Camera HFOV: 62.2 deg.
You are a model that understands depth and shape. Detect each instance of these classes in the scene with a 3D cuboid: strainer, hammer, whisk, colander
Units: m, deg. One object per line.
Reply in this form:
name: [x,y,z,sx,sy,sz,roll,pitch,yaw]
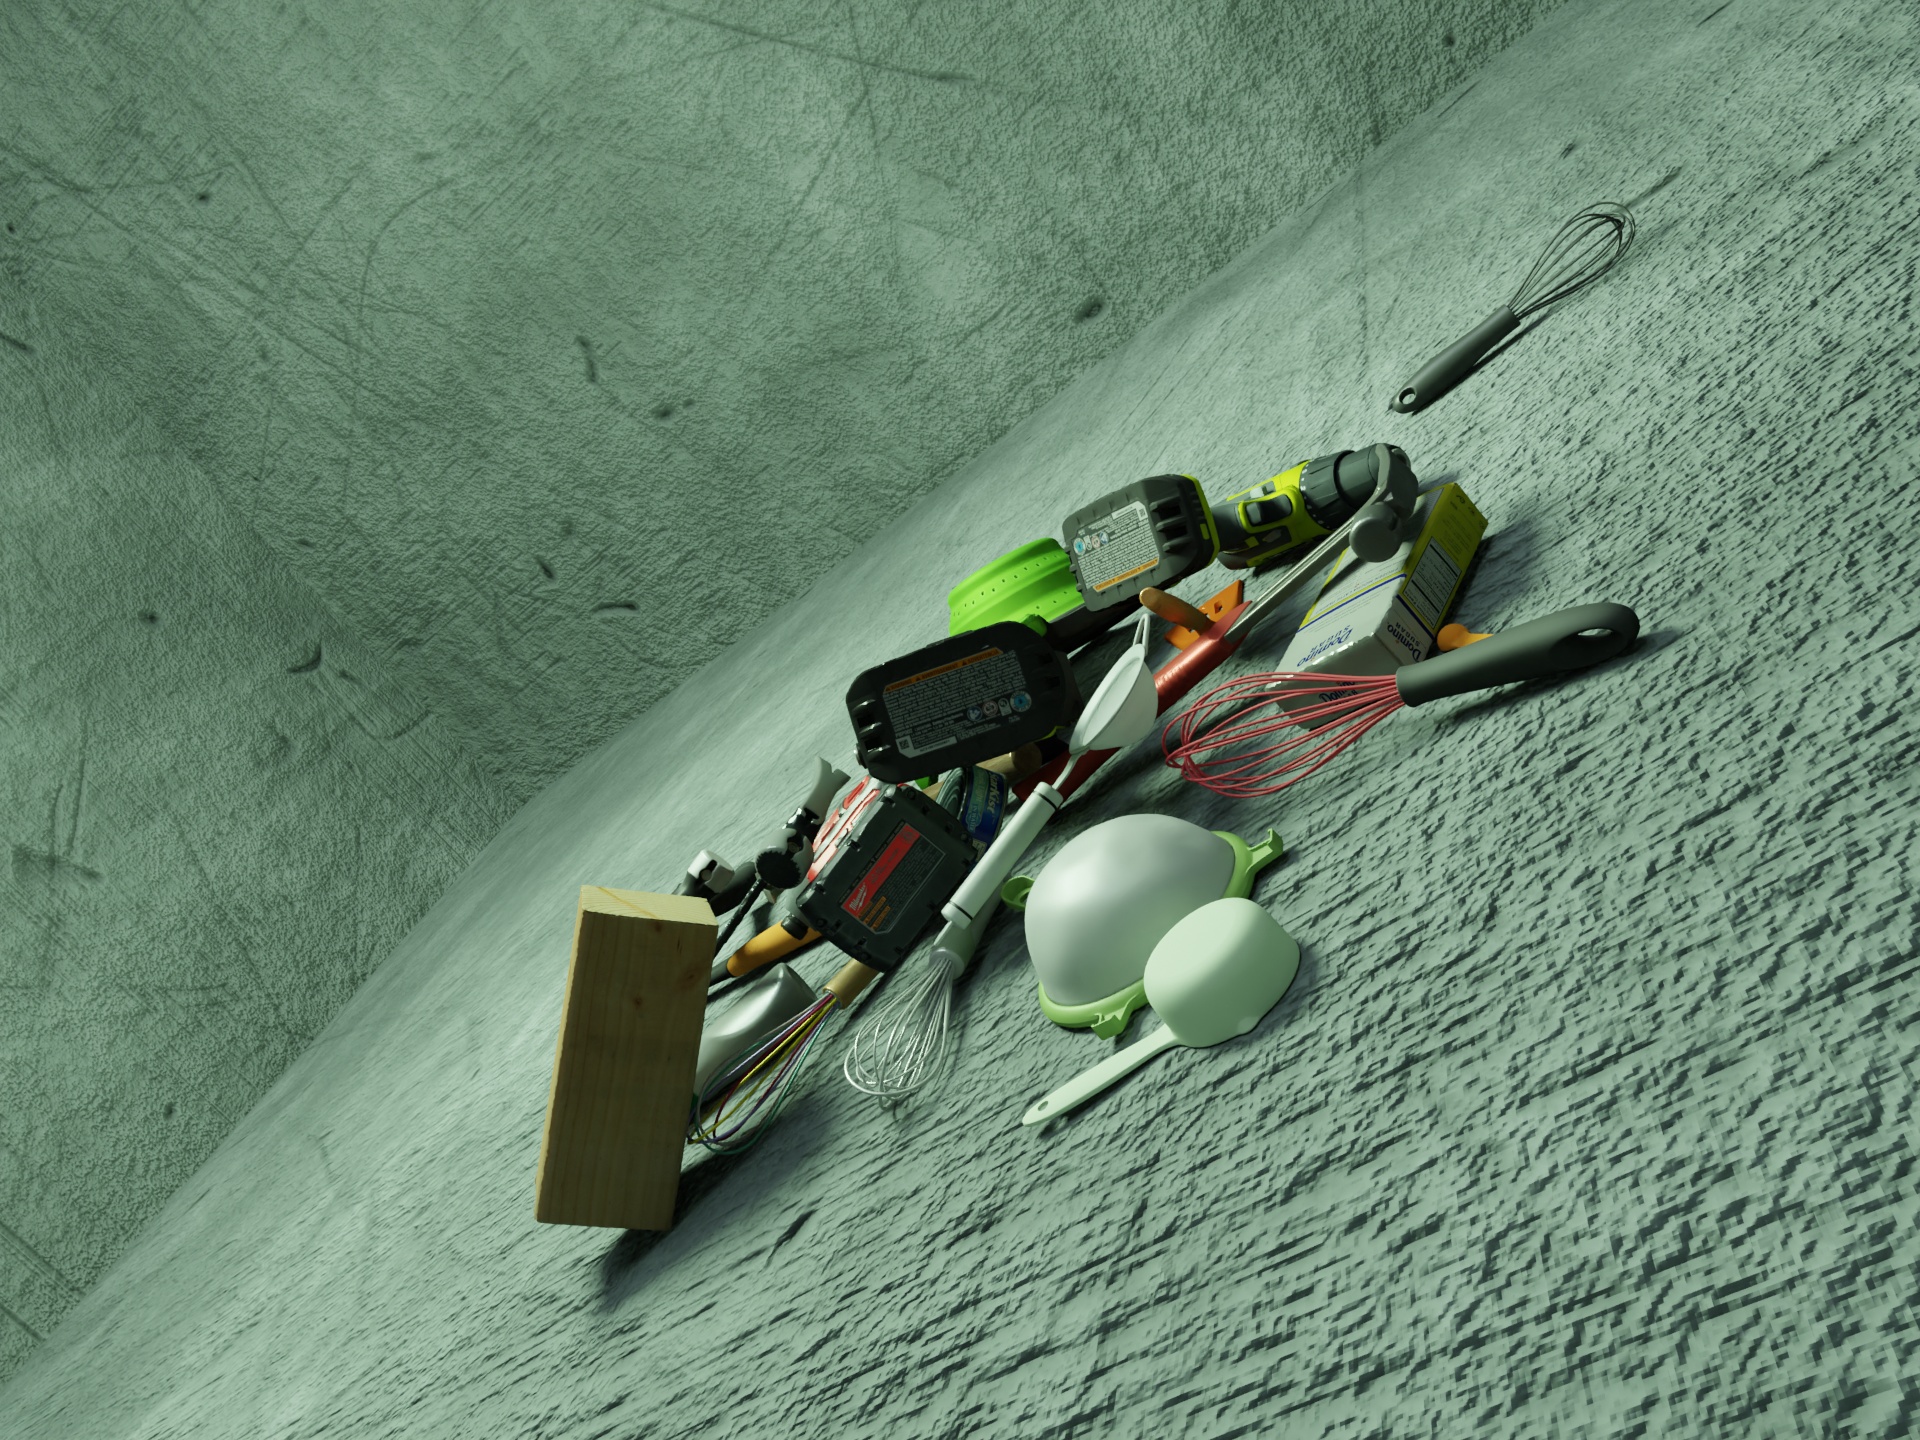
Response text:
strainer: [0.068,0.097,0.949,0.151,0.069,0.256,-45,15,-16]
hammer: [-0.222,0.166,1.386,0.146,0.035,0.335,-53,-2,2]
whisk: [-0.101,0.211,1.115,0.245,0.051,0.047,-43,-22,-32]
whisk: [0.232,-0.013,0.885,0.296,0.073,0.073,-20,24,43]
hammer: [0.167,-0.047,1.096,0.359,0.036,0.149,-43,8,31]
hammer: [-0.173,0.200,1.360,0.337,0.034,0.127,-32,15,31]
whisk: [-0.011,0.162,1.028,0.059,0.057,0.246,4,29,19]
hammer: [-0.058,0.086,1.334,0.331,0.031,0.130,-28,0,42]
colander: [0.046,-0.095,1.310,0.204,0.094,0.397,-30,-3,6]
hammer: [-0.197,0.185,1.215,0.408,0.036,0.149,-53,7,34]
whisk: [0.461,-0.343,1.339,0.239,0.055,0.055,-40,13,16]
strainer: [0.063,0.044,1.035,0.258,0.050,0.087,-52,7,-10]

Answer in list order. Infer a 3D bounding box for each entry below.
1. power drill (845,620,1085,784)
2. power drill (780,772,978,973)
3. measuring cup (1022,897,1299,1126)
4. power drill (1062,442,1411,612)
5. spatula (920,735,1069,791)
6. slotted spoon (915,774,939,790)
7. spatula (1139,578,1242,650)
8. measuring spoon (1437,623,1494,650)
power drill: [-0.002,-0.003,1.089,0.171,0.080,0.223,-19,-4,3]
power drill: [-0.071,0.108,1.148,0.143,0.078,0.220,-52,10,-7]
measuring cup: [0.090,0.147,0.794,0.167,0.038,0.083,-36,14,11]
power drill: [0.211,-0.154,1.207,0.228,0.080,0.190,-16,-3,-34]
spatula: [-0.017,0.060,1.366,0.316,0.059,0.018,-31,41,51]
slotted spoon: [-0.013,-0.001,1.314,0.313,0.031,0.070,115,157,-71]
spatula: [0.165,-0.083,1.183,0.081,0.041,0.322,-37,-12,13]
measuring spoon: [0.299,-0.044,0.892,0.021,0.011,0.117,-41,13,-4]
